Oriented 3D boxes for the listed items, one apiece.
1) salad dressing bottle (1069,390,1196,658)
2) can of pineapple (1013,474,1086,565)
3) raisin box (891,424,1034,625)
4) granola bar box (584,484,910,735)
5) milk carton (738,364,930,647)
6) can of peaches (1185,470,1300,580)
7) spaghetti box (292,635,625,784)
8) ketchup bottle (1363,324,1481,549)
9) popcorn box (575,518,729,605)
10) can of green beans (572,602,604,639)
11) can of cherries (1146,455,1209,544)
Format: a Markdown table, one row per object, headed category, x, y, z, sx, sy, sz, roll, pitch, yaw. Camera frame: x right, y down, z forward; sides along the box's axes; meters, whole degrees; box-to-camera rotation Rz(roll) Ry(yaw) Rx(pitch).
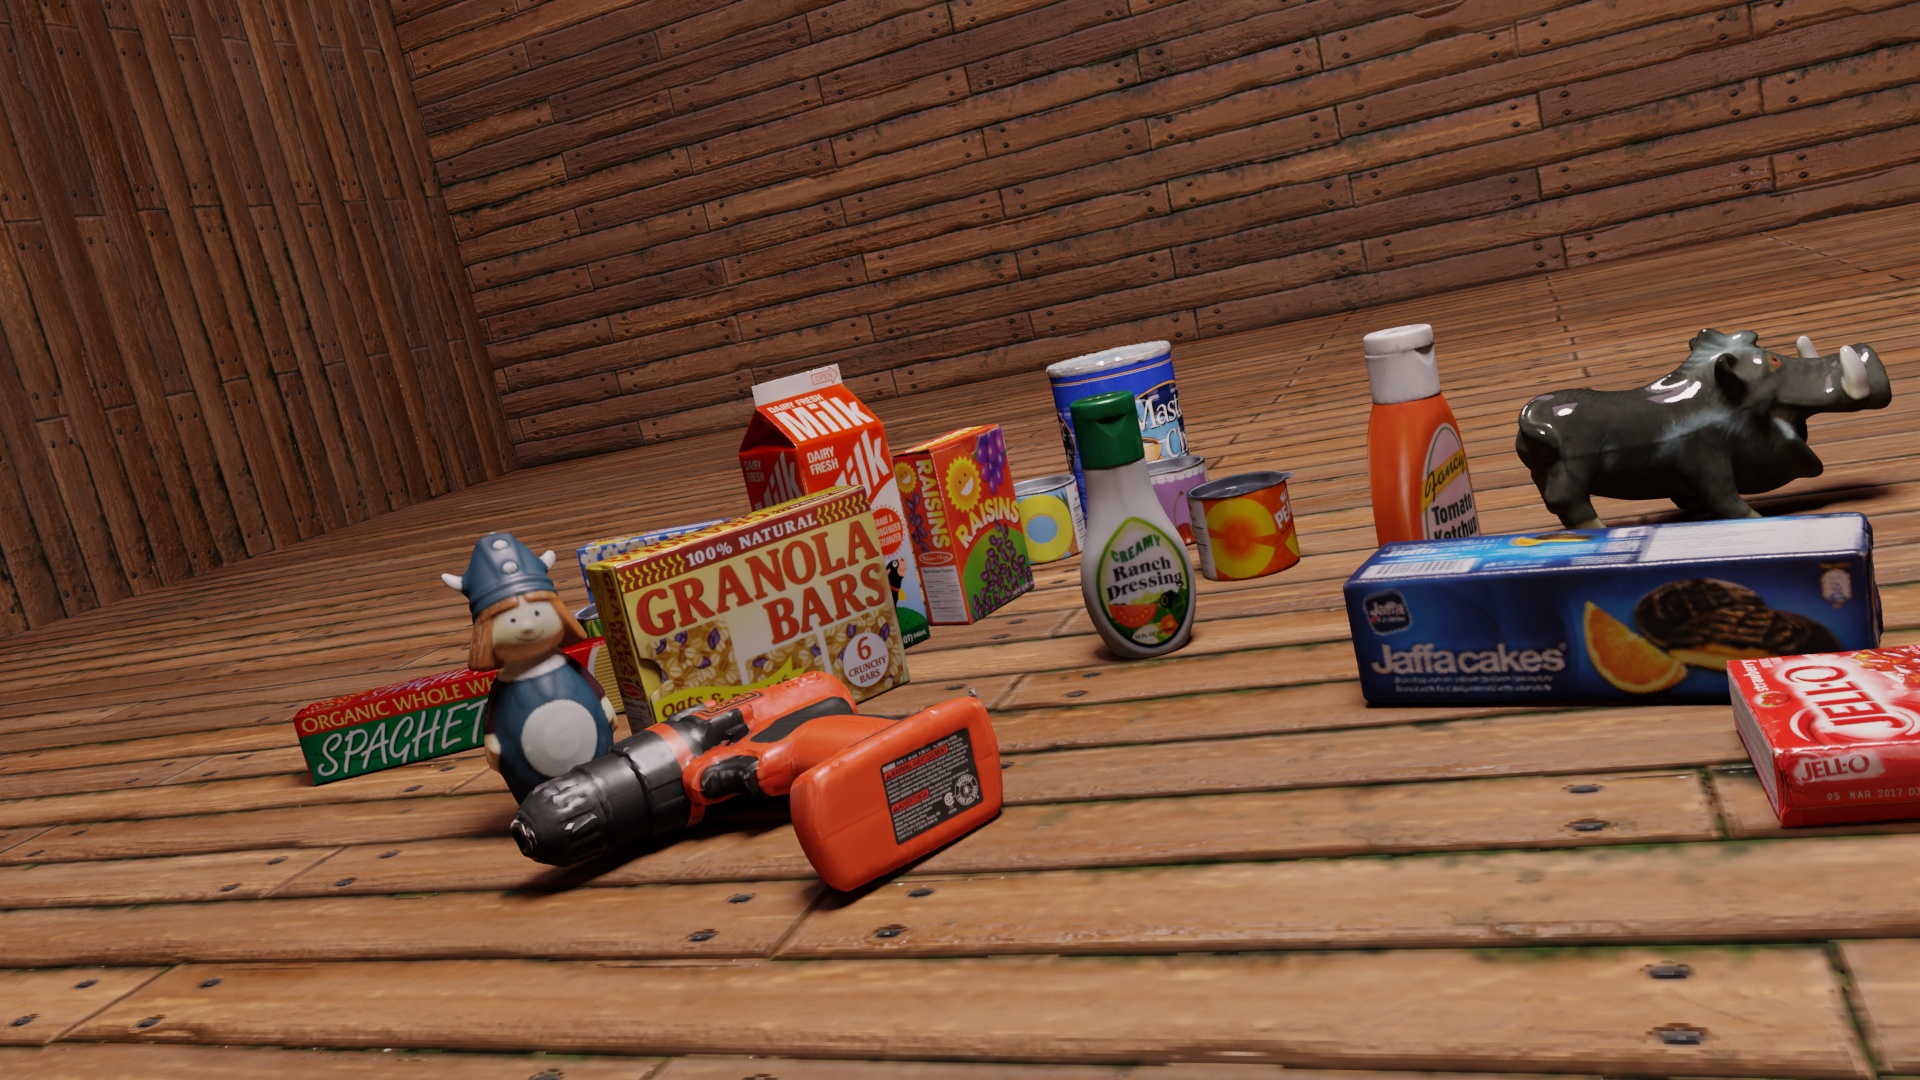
| category | x | y | z | sx | sy | sz | roll | pitch | yaw |
| --- | --- | --- | --- | --- | --- | --- | --- | --- | --- |
| salad dressing bottle | 0.093 | -0.009 | 0.785 | 0.064 | 0.147 | 0.044 | -14 | 10 | -4 |
| can of pineapple | 0.062 | -0.016 | 1.098 | 0.071 | 0.057 | 0.071 | -12 | 10 | 2 |
| raisin box | 0.003 | -0.012 | 0.970 | 0.040 | 0.123 | 0.086 | -5 | 13 | 38 |
| granola bar box | -0.115 | 0.049 | 0.792 | 0.166 | 0.124 | 0.039 | -20 | 13 | -35 |
| milk carton | -0.087 | -0.016 | 0.917 | 0.072 | 0.190 | 0.073 | -21 | 13 | -38 |
| can of peaches | 0.189 | -0.010 | 0.918 | 0.071 | 0.058 | 0.071 | -12 | 10 | 2 |
| spaghetti box | -0.310 | 0.107 | 0.918 | 0.250 | 0.050 | 0.029 | -13 | 10 | -2 |
| ketchup bottle | 0.253 | -0.044 | 0.771 | 0.065 | 0.148 | 0.043 | -20 | 12 | -34 |
| popcorn box | -0.237 | 0.034 | 1.114 | 0.126 | 0.085 | 0.038 | -9 | 11 | 21 |
| can of green beans | -0.237 | 0.072 | 0.993 | 0.071 | 0.057 | 0.071 | -12 | 10 | 2 |
| can of cherries | 0.155 | -0.028 | 1.050 | 0.071 | 0.058 | 0.071 | -12 | 10 | 2 |
